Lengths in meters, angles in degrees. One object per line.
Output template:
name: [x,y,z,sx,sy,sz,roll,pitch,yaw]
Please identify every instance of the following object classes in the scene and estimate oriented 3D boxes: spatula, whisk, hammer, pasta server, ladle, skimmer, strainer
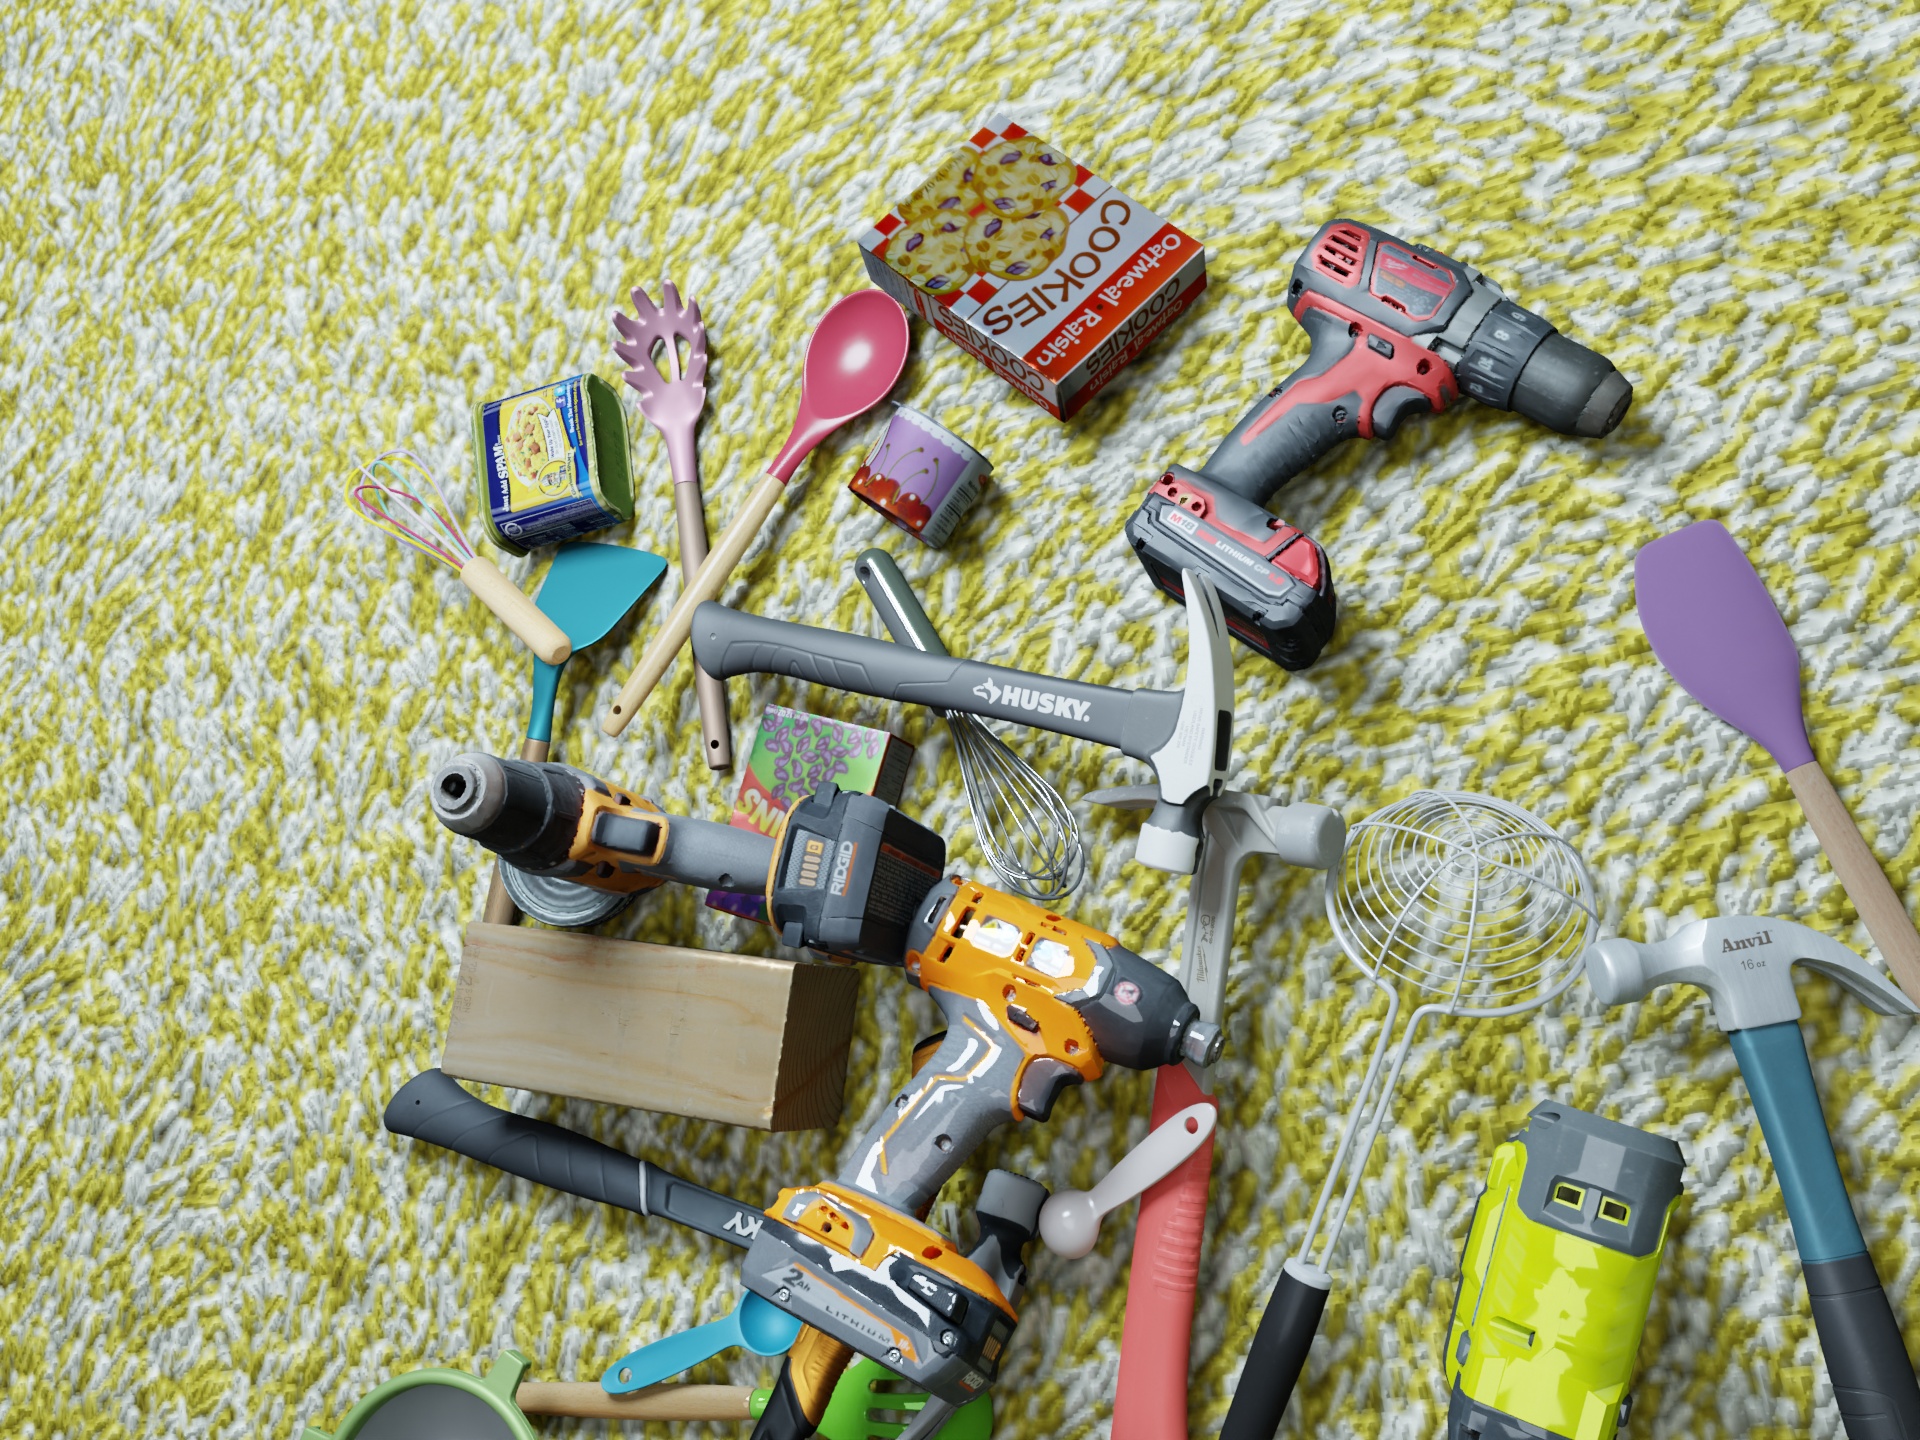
spatula: [0.406,0.046,0.748,0.060,0.018,0.316,-25,69,12]
whisk: [-0.001,-0.003,0.895,0.247,0.059,0.057,60,145,25]
hammer: [-0.061,0.312,0.782,0.127,0.034,0.337,18,70,28]
hammer: [0.382,0.247,0.690,0.128,0.033,0.331,-12,77,1]
whisk: [-0.325,-0.104,1.021,0.245,0.047,0.051,39,128,30]
hammer: [-0.011,-0.027,0.853,0.335,0.035,0.146,13,92,30]
pasta server: [-0.170,-0.124,0.989,0.060,0.040,0.316,-11,75,5]
hammer: [0.103,0.211,0.798,0.149,0.036,0.359,3,83,46]
ladle: [-0.125,-0.124,0.962,0.069,0.031,0.315,29,83,24]
hammer: [-0.159,0.271,0.882,0.409,0.036,0.149,11,66,25]
skimmer: [0.199,0.209,0.781,0.127,0.090,0.363,21,96,23]
spatula: [-0.261,0.039,0.993,0.082,0.044,0.317,11,86,22]
strainer: [-0.258,0.480,0.861,0.151,0.069,0.256,-25,71,11]

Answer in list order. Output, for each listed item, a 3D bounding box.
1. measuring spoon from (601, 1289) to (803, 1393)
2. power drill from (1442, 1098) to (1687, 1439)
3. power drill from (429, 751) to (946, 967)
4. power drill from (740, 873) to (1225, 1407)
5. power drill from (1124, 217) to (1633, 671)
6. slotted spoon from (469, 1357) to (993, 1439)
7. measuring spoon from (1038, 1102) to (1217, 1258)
measuring spoon: [-0.137,0.342,0.871,0.128,0.021,0.042,-25,56,10]
power drill: [0.240,0.245,0.650,0.080,0.223,0.171,15,83,23]
power drill: [-0.140,0.064,0.813,0.226,0.185,0.084,8,79,19]
power drill: [0.015,0.196,0.753,0.164,0.084,0.226,19,66,25]
power drill: [0.215,-0.139,0.833,0.188,0.080,0.227,35,88,23]
slotted spoon: [-0.135,0.373,0.865,0.314,0.031,0.070,-7,70,20]
measuring spoon: [0.079,0.224,0.779,0.124,0.018,0.034,-47,51,26]
